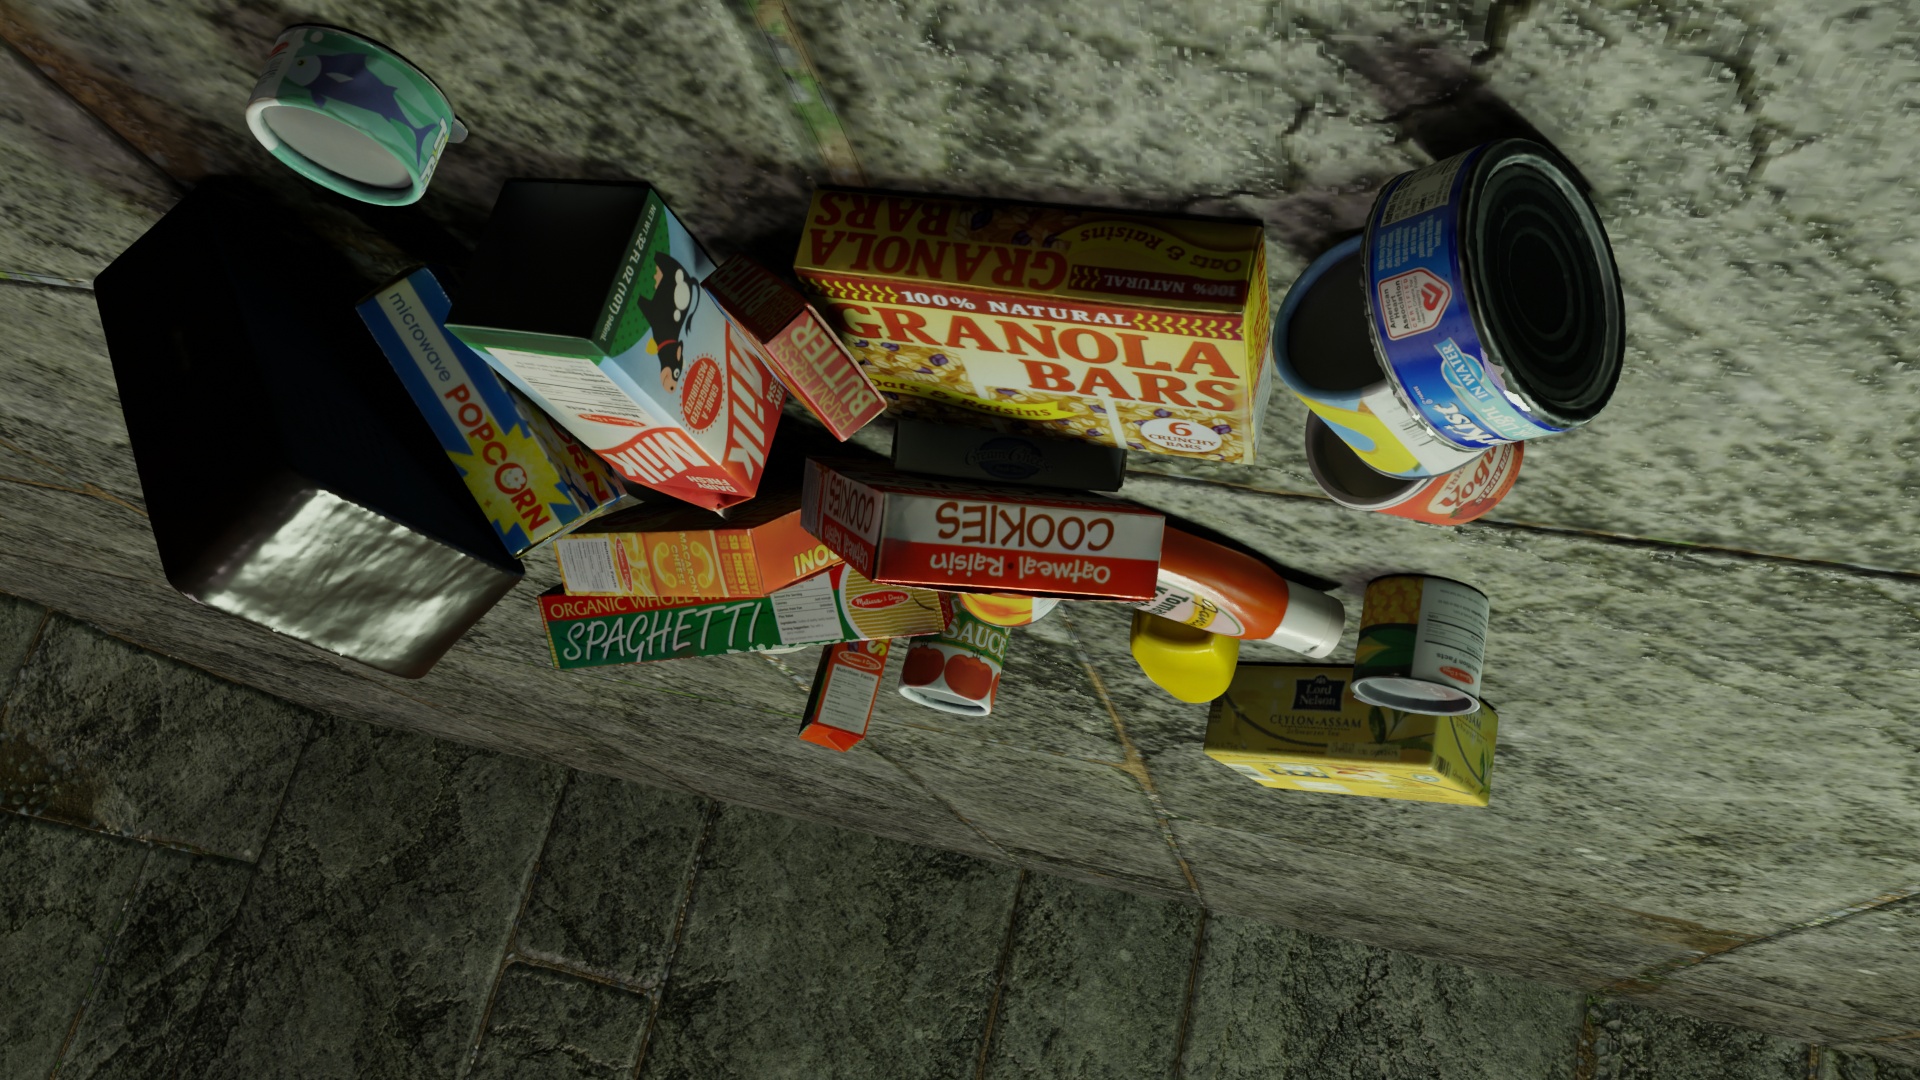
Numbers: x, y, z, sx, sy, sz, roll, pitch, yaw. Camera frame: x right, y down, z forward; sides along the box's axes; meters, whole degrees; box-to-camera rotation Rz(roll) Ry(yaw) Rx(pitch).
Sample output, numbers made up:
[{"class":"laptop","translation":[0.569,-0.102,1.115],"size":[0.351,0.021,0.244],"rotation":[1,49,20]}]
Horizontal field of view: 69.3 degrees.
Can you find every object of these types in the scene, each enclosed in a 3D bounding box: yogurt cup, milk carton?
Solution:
[{"class":"yogurt cup","translation":[0.172,-0.038,0.519],"size":[0.054,0.072,0.072],"rotation":[18,163,-36]},{"class":"milk carton","translation":[-0.135,-0.076,0.624],"size":[0.073,0.072,0.190],"rotation":[8,160,21]}]

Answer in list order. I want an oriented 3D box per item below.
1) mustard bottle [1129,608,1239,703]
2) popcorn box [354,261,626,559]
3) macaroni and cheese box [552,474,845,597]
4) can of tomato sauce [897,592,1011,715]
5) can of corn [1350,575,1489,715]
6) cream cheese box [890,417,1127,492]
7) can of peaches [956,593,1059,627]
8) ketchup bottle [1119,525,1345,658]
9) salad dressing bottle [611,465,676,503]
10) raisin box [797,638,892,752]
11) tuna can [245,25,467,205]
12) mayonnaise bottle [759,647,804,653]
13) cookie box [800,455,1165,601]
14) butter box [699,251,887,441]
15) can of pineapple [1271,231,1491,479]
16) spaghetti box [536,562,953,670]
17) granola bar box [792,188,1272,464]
[{"class":"mustard bottle","translation":[0.147,0.073,0.892],"size":[0.065,0.049,0.160],"rotation":[9,162,17]},{"class":"popcorn box","translation":[-0.206,-0.060,0.622],"size":[0.126,0.038,0.085],"rotation":[60,-177,-7]},{"class":"macaroni and cheese box","translation":[-0.126,-0.004,0.777],"size":[0.166,0.040,0.124],"rotation":[-1,-164,39]},{"class":"can of tomato sauce","translation":[0.000,0.069,0.936],"size":[0.071,0.083,0.071],"rotation":[13,162,4]},{"class":"can of corn","translation":[0.248,0.058,0.753],"size":[0.071,0.058,0.071],"rotation":[13,162,4]},{"class":"cream cheese box","translation":[0.022,-0.040,0.637],"size":[0.104,0.024,0.053],"rotation":[6,-174,0]},{"class":"can of peaches","translation":[0.025,0.008,0.763],"size":[0.071,0.071,0.058],"rotation":[12,161,6]},{"class":"ketchup bottle","translation":[0.139,0.026,0.767],"size":[0.149,0.044,0.064],"rotation":[18,156,-14]},{"class":"salad dressing bottle","translation":[-0.175,-0.066,0.732],"size":[0.064,0.044,0.147],"rotation":[19,161,7]},{"class":"raisin box","translation":[-0.072,0.077,0.951],"size":[0.040,0.124,0.086],"rotation":[17,162,-7]},{"class":"tuna can","translation":[-0.224,-0.155,0.517],"size":[0.071,0.033,0.071],"rotation":[13,162,5]},{"class":"mayonnaise bottle","translation":[-0.057,0.023,0.831],"size":[0.148,0.064,0.041],"rotation":[-13,-168,9]},{"class":"cookie box","translation":[0.002,-0.008,0.635],"size":[0.123,0.040,0.167],"rotation":[4,-173,-17]},{"class":"butter box","translation":[-0.067,-0.078,0.545],"size":[0.053,0.024,0.104],"rotation":[52,176,-31]},{"class":"can of pineapple","translation":[0.145,-0.062,0.463],"size":[0.071,0.071,0.058],"rotation":[-3,154,42]},{"class":"spaghetti box","translation":[-0.128,0.038,0.804],"size":[0.250,0.050,0.029],"rotation":[-7,-166,17]},{"class":"granola bar box","translation":[0.033,-0.079,0.537],"size":[0.165,0.039,0.124],"rotation":[9,161,17]}]
